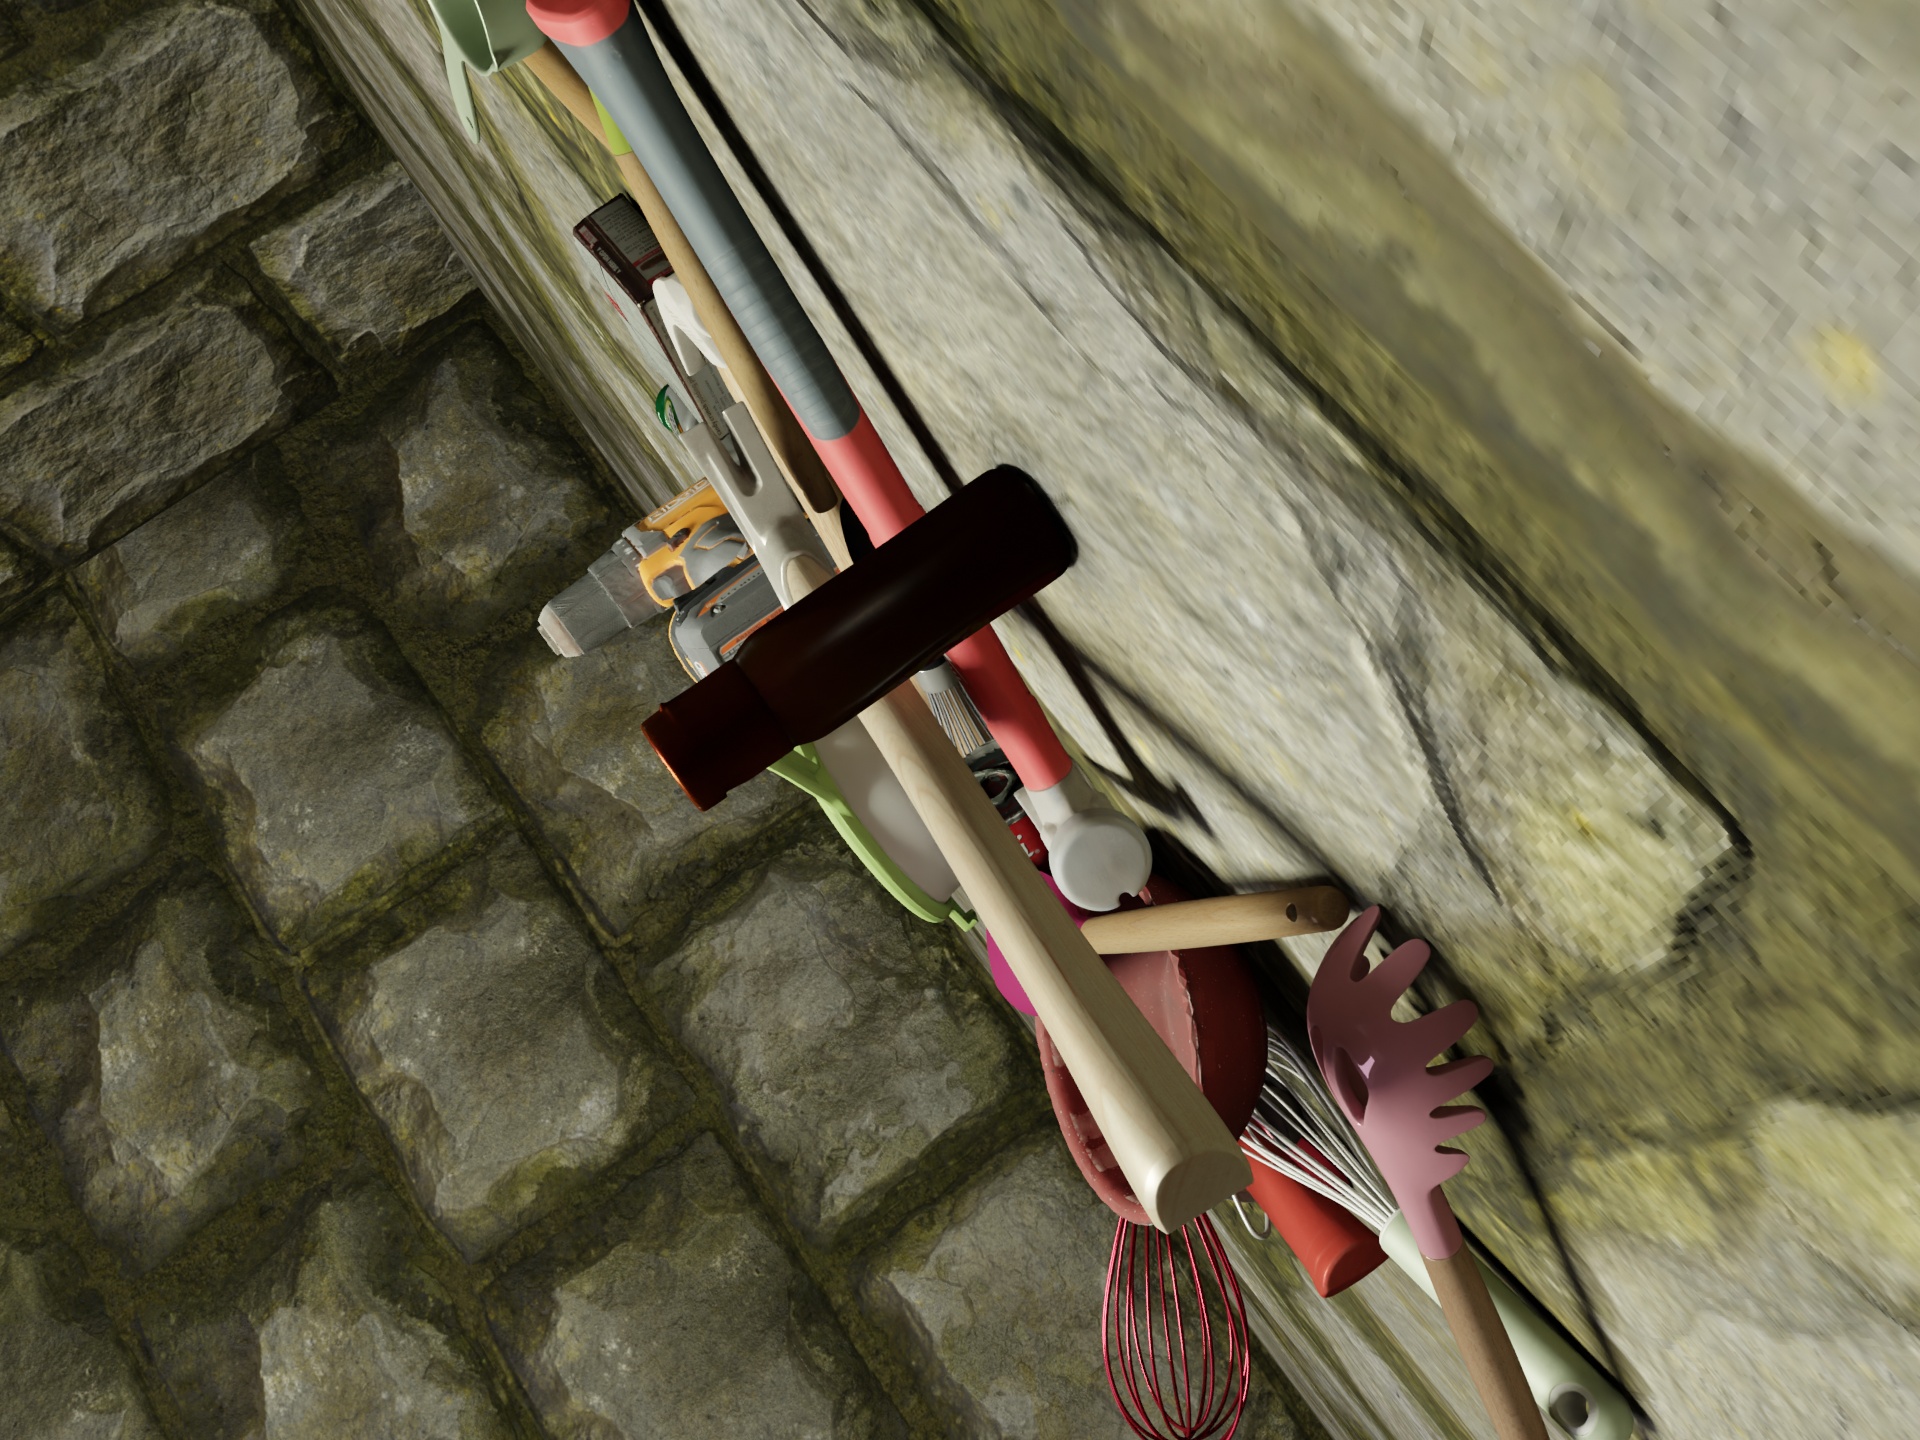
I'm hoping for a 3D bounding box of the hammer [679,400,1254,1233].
[{"bbox_3d":[-0.013,0.015,0.584,0.146,0.038,0.411,62,175,-38],"label":"hammer"}]

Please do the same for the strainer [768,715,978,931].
[{"bbox_3d":[-0.047,0.026,0.888,0.152,0.069,0.256,56,-174,22],"label":"strainer"}]

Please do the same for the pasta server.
[{"bbox_3d":[0.176,0.188,0.541,0.316,0.040,0.060,62,170,-31],"label":"pasta server"}]

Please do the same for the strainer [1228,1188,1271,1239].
[{"bbox_3d":[0.129,0.205,0.982,0.086,0.050,0.259,8,-153,-30],"label":"strainer"}]

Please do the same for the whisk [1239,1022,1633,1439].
[{"bbox_3d":[0.182,0.209,0.673,0.059,0.058,0.247,15,-162,-39],"label":"whisk"}]

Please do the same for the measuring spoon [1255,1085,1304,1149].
[{"bbox_3d":[0.143,0.164,0.828,0.124,0.018,0.034,59,166,22],"label":"measuring spoon"}]

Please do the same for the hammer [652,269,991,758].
[{"bbox_3d":[-0.060,-0.095,0.842,0.331,0.031,0.130,58,172,-27],"label":"hammer"}]

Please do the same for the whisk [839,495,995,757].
[{"bbox_3d":[-0.001,-0.002,0.823,0.070,0.070,0.284,45,164,52],"label":"whisk"}]

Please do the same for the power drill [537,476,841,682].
[{"bbox_3d":[-0.162,-0.078,0.992,0.226,0.185,0.084,38,161,55],"label":"power drill"}]

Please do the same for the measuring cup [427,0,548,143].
[{"bbox_3d":[-0.214,-0.312,0.719,0.083,0.038,0.167,57,164,0],"label":"measuring cup"}]

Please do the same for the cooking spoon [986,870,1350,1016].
[{"bbox_3d":[0.064,0.085,0.640,0.319,0.017,0.069,152,113,-68],"label":"cooking spoon"}]

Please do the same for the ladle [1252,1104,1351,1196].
[{"bbox_3d":[0.119,0.167,0.938,0.316,0.031,0.069,49,172,46],"label":"ladle"}]

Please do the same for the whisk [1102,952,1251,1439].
[{"bbox_3d":[0.095,0.212,0.773,0.073,0.073,0.296,174,89,-82],"label":"whisk"}]

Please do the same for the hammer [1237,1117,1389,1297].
[{"bbox_3d":[0.108,0.176,0.862,0.359,0.036,0.149,42,152,59],"label":"hammer"}]

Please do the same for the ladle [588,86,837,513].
[{"bbox_3d":[-0.133,-0.206,0.652,0.319,0.062,0.078,62,-179,-39],"label":"ladle"}]

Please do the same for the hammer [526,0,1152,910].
[{"bbox_3d":[-0.042,-0.105,0.620,0.386,0.038,0.143,59,-179,-14],"label":"hammer"}]

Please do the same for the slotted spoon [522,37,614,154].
[{"bbox_3d":[-0.205,-0.321,0.748,0.314,0.031,0.070,48,156,26],"label":"slotted spoon"}]
